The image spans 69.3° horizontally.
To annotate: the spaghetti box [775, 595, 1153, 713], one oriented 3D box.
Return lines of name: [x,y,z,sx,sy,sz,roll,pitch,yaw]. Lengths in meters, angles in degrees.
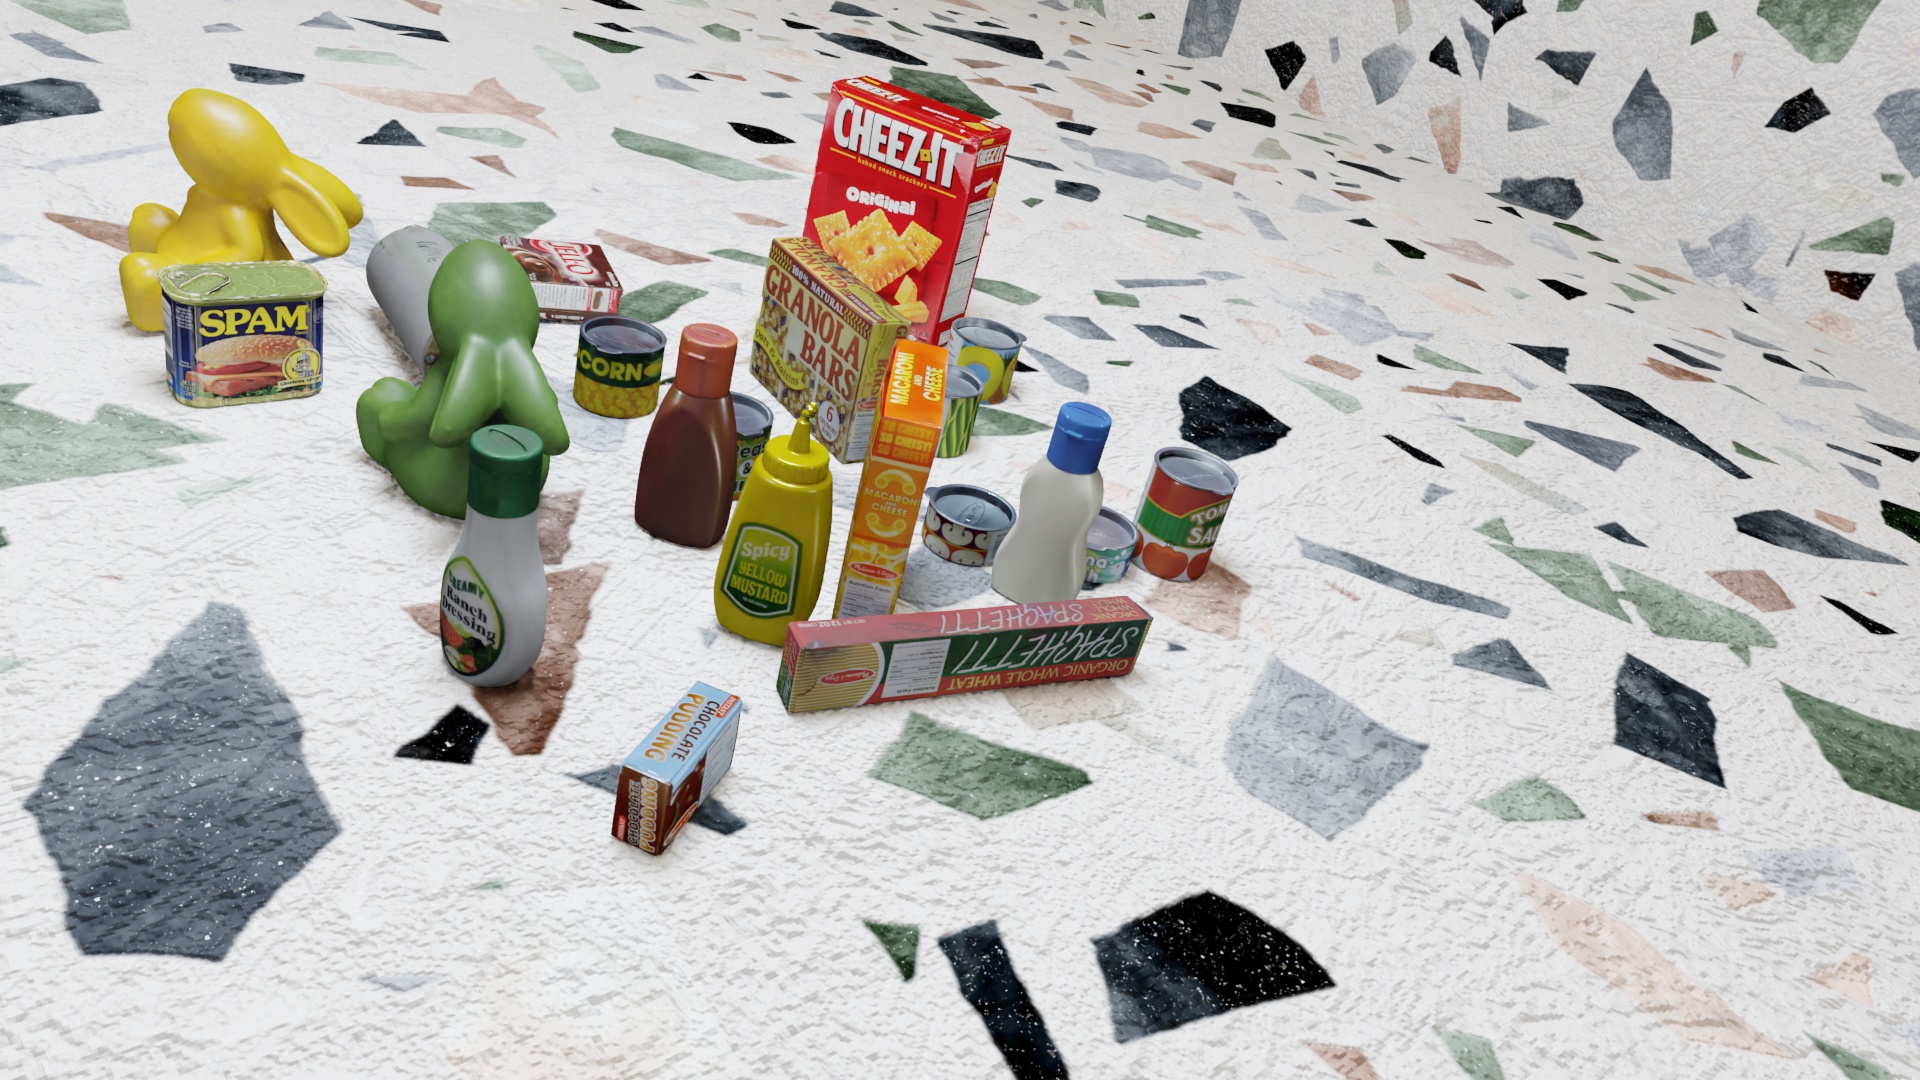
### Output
spaghetti box: [0.008,0.069,0.869,0.251,0.050,0.029,-3,34,-29]

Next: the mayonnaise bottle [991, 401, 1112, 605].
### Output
mayonnaise bottle: [0.067,-0.023,0.955,0.065,0.147,0.041,23,30,13]

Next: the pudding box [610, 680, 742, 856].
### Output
pudding box: [-0.145,0.116,0.718,0.030,0.049,0.084,20,30,9]

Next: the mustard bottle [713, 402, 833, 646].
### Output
mustard bottle: [-0.109,-0.013,0.843,0.065,0.159,0.049,17,29,3]

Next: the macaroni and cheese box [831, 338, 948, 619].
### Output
macaroni and cheese box: [-0.047,-0.030,0.896,0.040,0.165,0.124,12,29,-5]

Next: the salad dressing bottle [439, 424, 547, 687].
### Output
salad dressing bottle: [-0.251,0.009,0.752,0.064,0.147,0.044,30,32,25]

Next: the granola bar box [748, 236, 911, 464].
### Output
granola bar box: [-0.110,-0.156,1.124,0.039,0.123,0.166,-8,37,-36]

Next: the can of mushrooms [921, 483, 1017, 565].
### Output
can of mushrooms: [0.004,-0.013,1.024,0.071,0.033,0.071,12,30,-7]

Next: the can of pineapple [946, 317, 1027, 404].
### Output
can of pineapple: [0.020,-0.163,1.263,0.071,0.057,0.071,12,30,-7]

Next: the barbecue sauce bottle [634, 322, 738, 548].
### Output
barbecue sauce bottle: [-0.177,-0.070,0.921,0.065,0.147,0.044,20,29,7]

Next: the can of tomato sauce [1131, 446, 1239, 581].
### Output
can of tomato sauce: [0.170,-0.019,1.062,0.071,0.082,0.071,12,29,-7]

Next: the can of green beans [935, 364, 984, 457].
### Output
can of green beans: [-0.019,-0.109,1.153,0.071,0.057,0.071,12,30,-7]

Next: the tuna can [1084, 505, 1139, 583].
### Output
tuna can: [0.098,0.002,1.043,0.071,0.032,0.071,12,30,-7]

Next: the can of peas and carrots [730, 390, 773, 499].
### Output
can of peas and carrots: [-0.172,-0.069,1.012,0.071,0.058,0.071,12,30,-7]

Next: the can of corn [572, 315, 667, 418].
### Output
can of corn: [-0.266,-0.134,1.079,0.071,0.058,0.071,12,30,-7]
